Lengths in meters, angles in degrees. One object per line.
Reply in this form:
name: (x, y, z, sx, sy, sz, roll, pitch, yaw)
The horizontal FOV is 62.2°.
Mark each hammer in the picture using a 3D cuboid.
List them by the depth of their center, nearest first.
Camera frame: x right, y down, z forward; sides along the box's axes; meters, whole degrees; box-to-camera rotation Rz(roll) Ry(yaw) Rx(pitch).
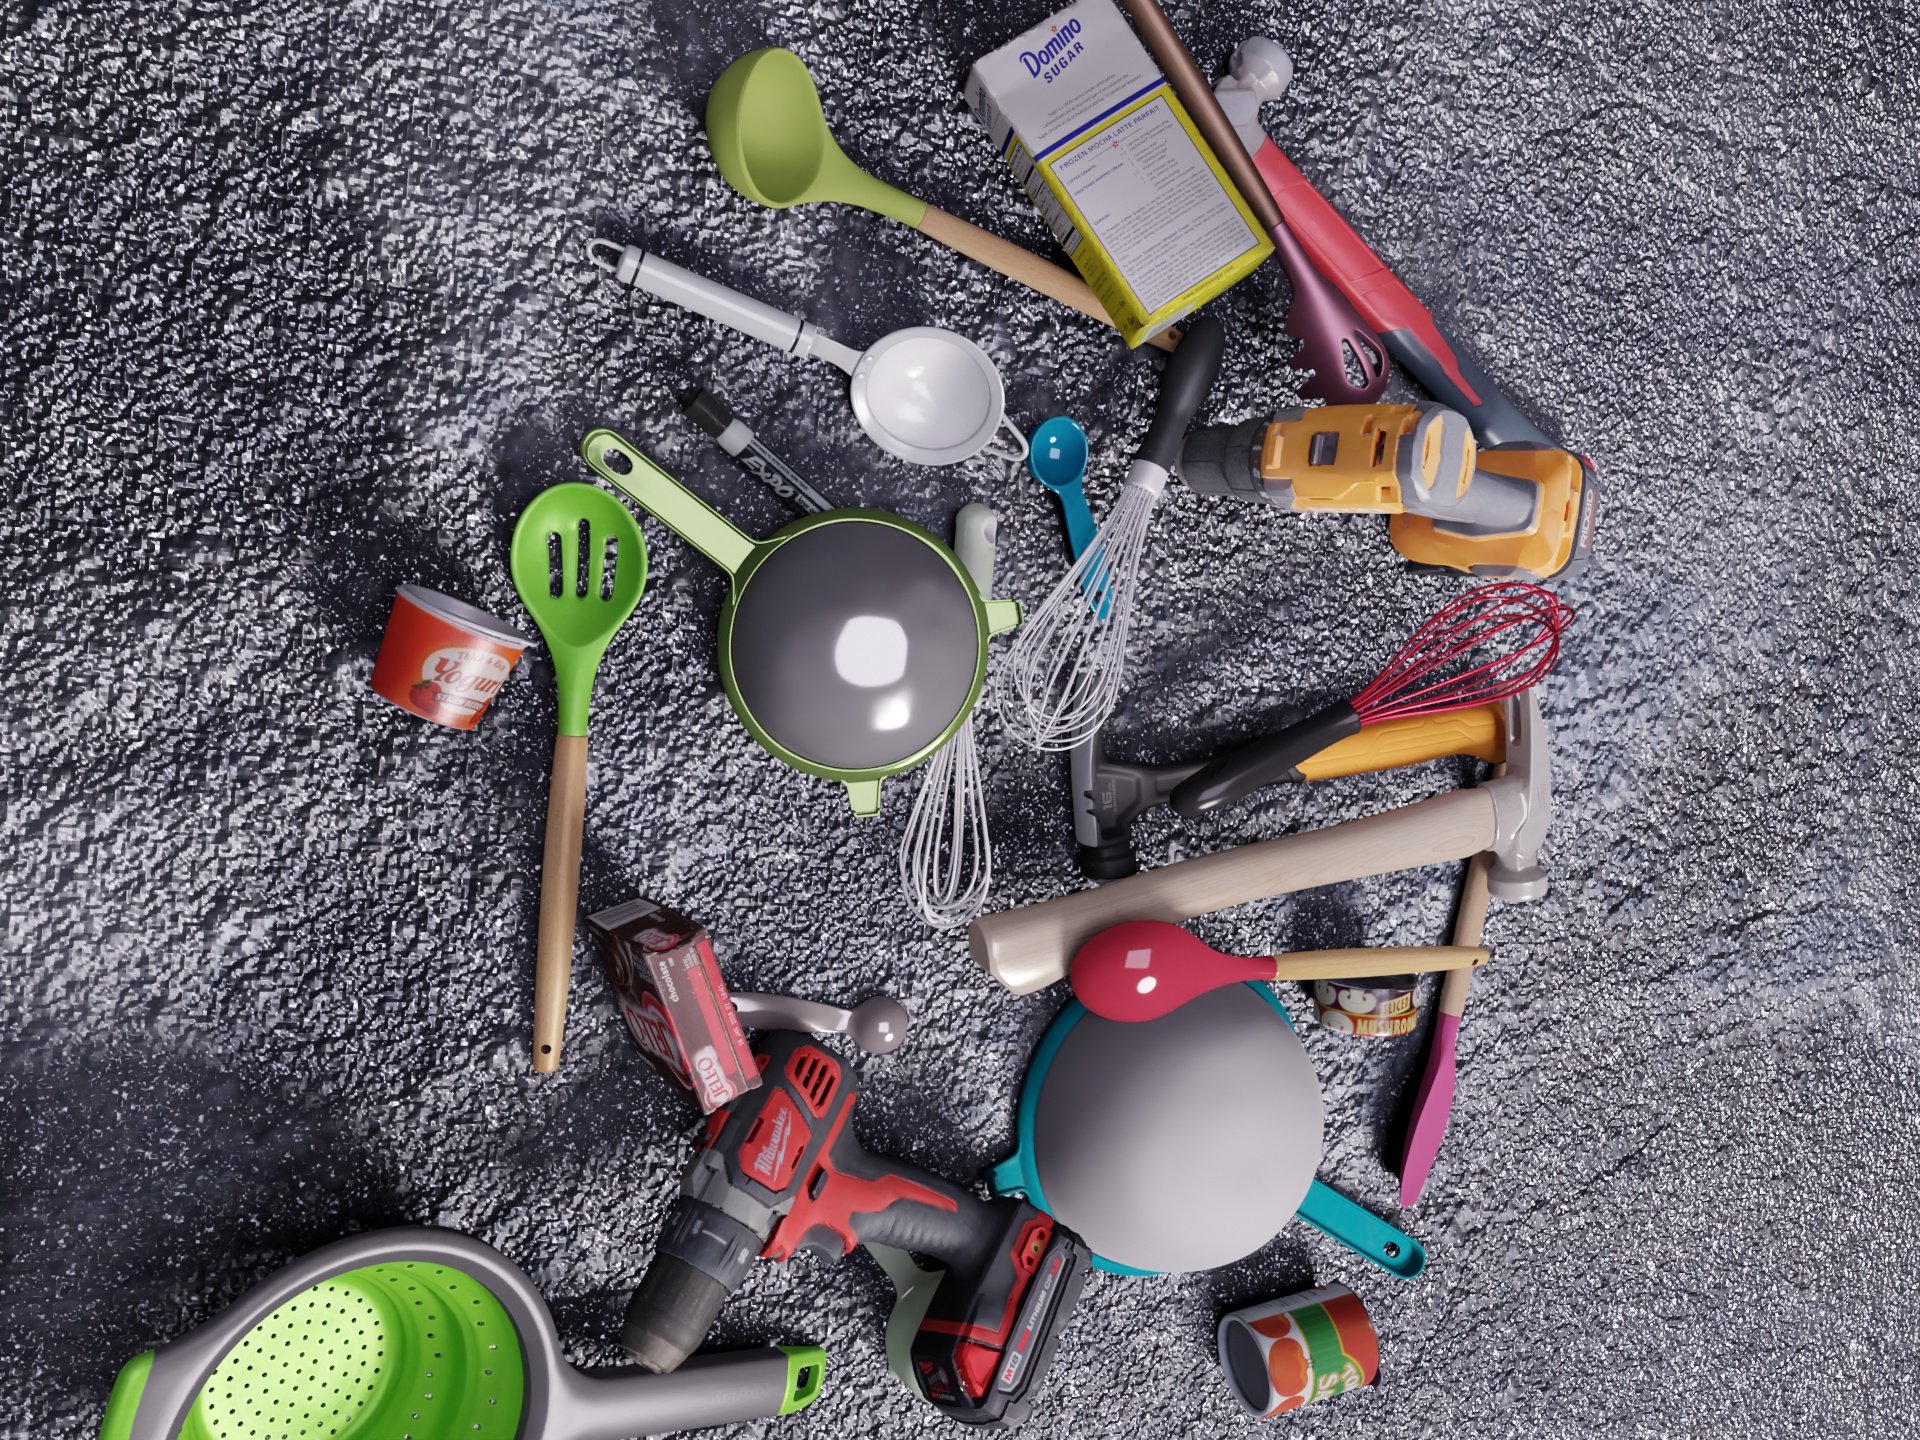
hammer: (0.195, 0.081, 0.977, 0.410, 0.038, 0.146, -12, 104, -22)
hammer: (0.272, -0.241, 1.012, 0.386, 0.038, 0.143, 39, 81, -22)
hammer: (0.225, 0.015, 1.019, 0.336, 0.034, 0.127, -8, 99, -22)

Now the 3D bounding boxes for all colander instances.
colander: (-0.248, 0.349, 0.831, 0.396, 0.094, 0.204, 13, 87, -42)

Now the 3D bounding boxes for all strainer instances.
strainer: (-0.094, -0.070, 0.837, 0.256, 0.069, 0.151, 38, 88, -13)
strainer: (-0.078, -0.206, 0.865, 0.258, 0.050, 0.086, 20, 131, -18)
strainer: (0.196, 0.288, 1.000, 0.340, 0.095, 0.211, 34, 81, -21)

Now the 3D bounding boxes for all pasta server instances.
pasta server: (0.165, -0.310, 0.928, 0.060, 0.040, 0.316, -39, 105, -12)

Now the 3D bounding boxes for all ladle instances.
ladle: (0.006, -0.273, 0.886, 0.320, 0.062, 0.078, 19, 84, -26)
ladle: (0.207, 0.150, 0.968, 0.315, 0.031, 0.069, 2, 117, -29)

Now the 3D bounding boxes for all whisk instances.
whisk: (-0.001, -0.003, 0.918, 0.057, 0.059, 0.246, 6, 89, -60)
whisk: (0.096, -0.112, 0.927, 0.070, 0.070, 0.285, 27, 80, -23)
whisk: (0.256, -0.011, 0.980, 0.296, 0.073, 0.073, -26, 105, -13)

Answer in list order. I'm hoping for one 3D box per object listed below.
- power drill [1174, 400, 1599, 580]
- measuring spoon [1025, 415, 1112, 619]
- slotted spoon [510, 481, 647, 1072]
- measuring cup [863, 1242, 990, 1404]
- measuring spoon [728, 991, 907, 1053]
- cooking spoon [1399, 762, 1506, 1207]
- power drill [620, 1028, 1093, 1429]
power drill: (0.258, -0.141, 0.964, 0.226, 0.185, 0.084, 8, 91, -43)
measuring spoon: (0.065, -0.120, 0.951, 0.042, 0.021, 0.128, -30, 115, -26)
slotted spoon: (-0.209, 0.033, 0.839, 0.070, 0.031, 0.314, 5, 96, -7)
measuring cup: (-0.025, 0.337, 0.940, 0.083, 0.038, 0.167, -36, 110, -16)
measuring spoon: (-0.086, 0.171, 0.910, 0.124, 0.018, 0.034, 11, 91, -23)
cooking spoon: (0.341, 0.176, 1.089, 0.068, 0.017, 0.319, 16, 87, -55)
power drill: (-0.059, 0.302, 0.869, 0.226, 0.080, 0.188, 37, 60, -13)
